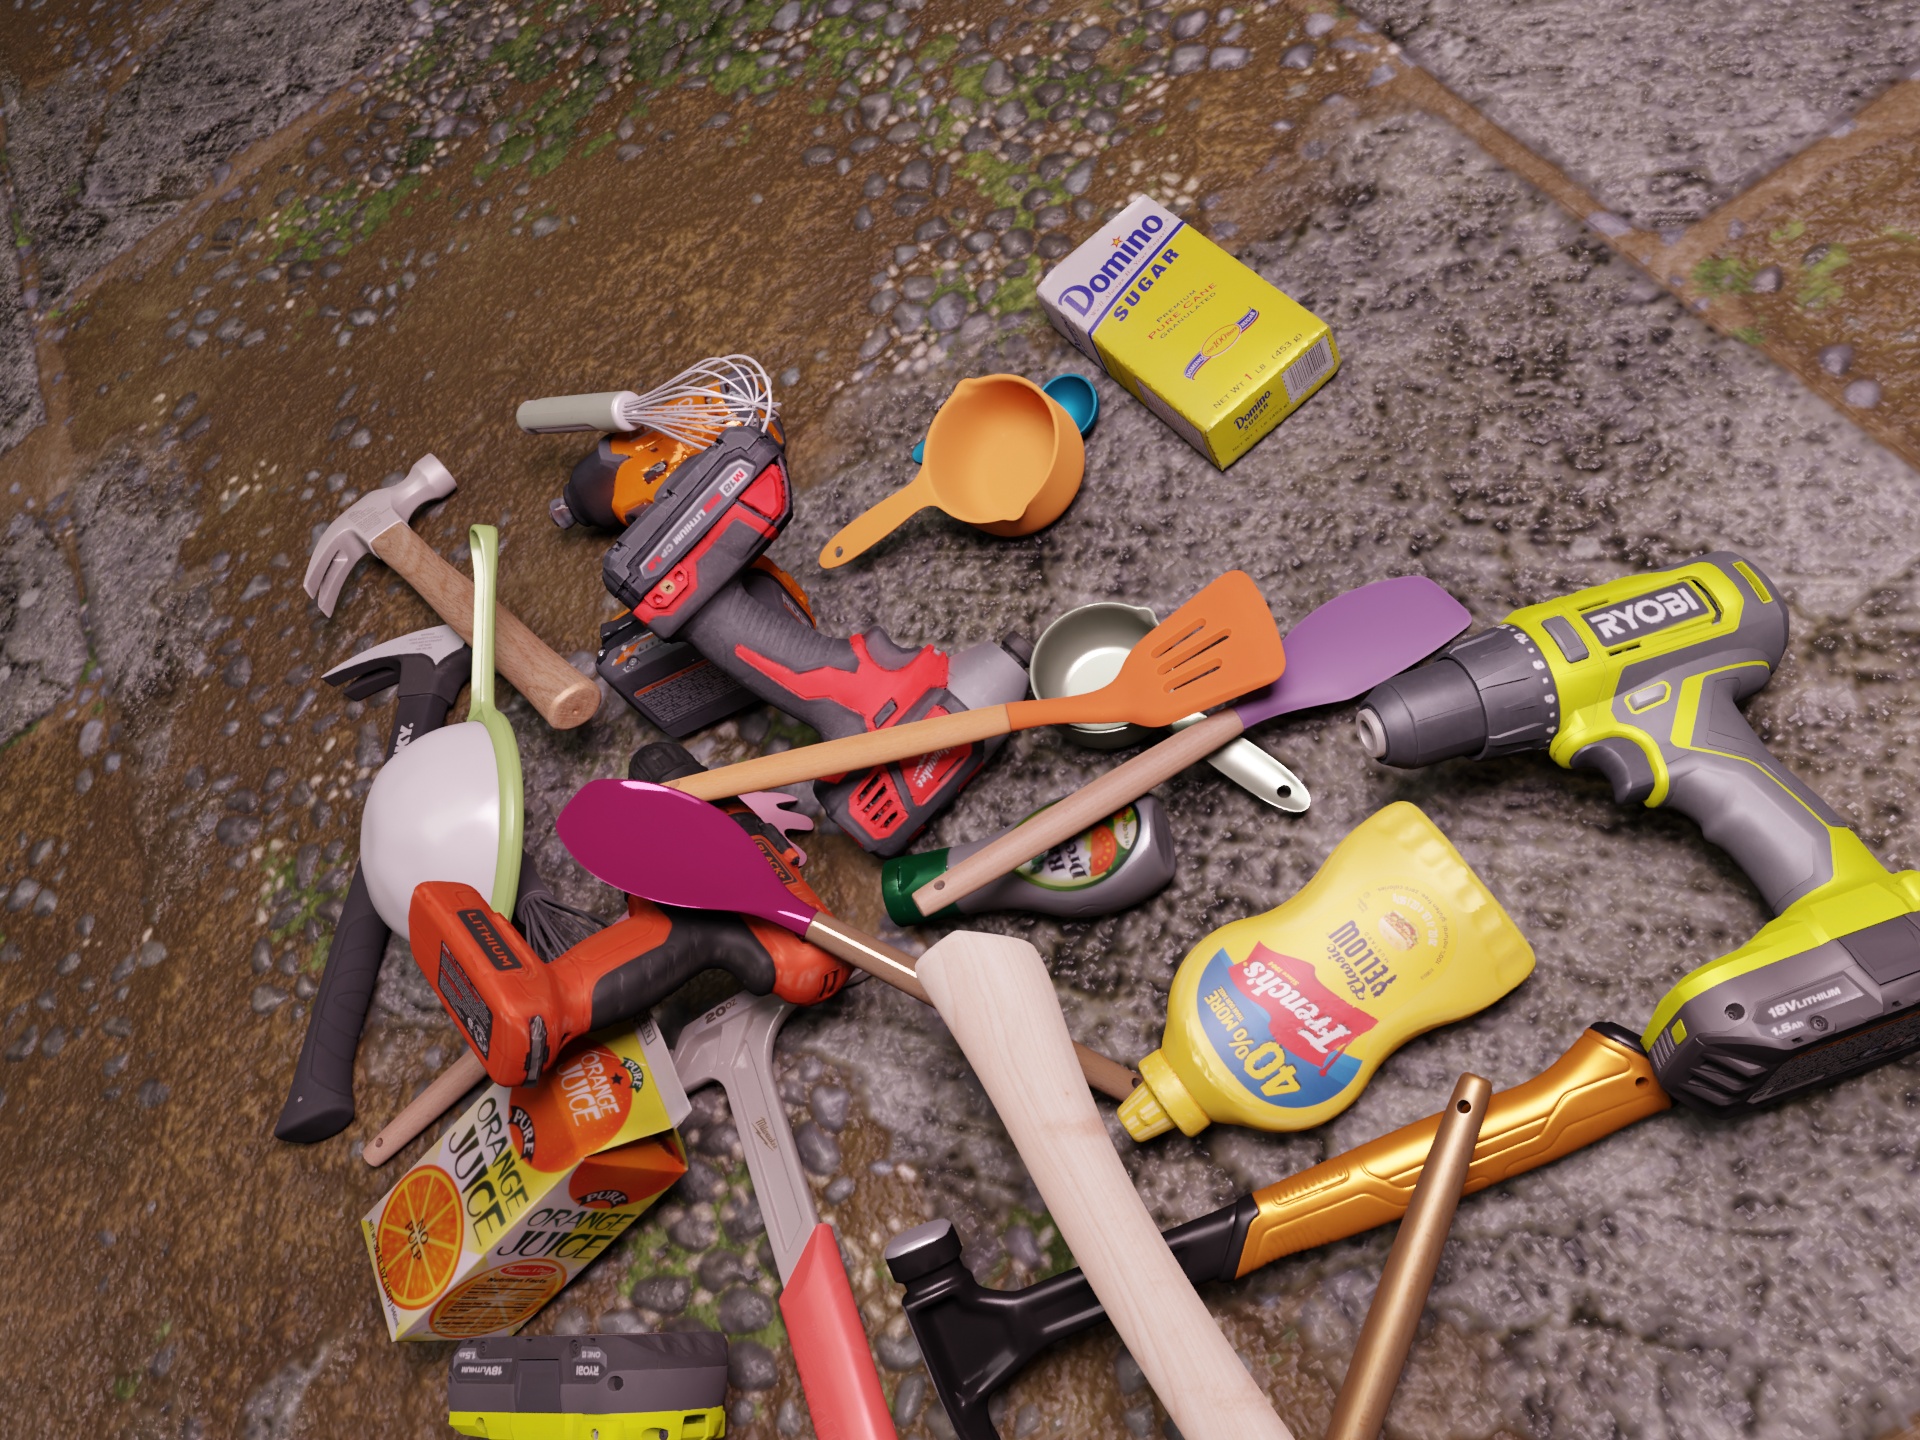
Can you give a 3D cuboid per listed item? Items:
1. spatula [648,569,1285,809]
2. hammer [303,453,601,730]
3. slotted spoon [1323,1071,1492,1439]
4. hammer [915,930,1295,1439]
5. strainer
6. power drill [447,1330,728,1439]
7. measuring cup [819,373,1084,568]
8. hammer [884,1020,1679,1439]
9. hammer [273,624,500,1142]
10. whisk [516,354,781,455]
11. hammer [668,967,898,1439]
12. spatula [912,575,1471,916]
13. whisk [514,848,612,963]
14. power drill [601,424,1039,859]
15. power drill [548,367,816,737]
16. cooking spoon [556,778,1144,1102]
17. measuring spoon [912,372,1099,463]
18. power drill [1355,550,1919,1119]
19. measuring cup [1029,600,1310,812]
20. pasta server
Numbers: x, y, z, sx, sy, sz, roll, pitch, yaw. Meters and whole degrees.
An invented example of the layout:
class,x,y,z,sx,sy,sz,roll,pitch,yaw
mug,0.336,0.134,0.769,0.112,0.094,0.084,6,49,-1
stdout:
class,x,y,z,sx,sy,sz,roll,pitch,yaw
spatula,-0.001,-0.003,0.797,0.322,0.041,0.081,-13,45,1
hammer,-0.326,-0.076,1.029,0.130,0.031,0.332,-41,47,-16
slotted spoon,0.153,0.289,0.624,0.070,0.031,0.314,17,81,30
hammer,0.087,0.263,0.616,0.146,0.038,0.411,-34,66,2
strainer,-0.297,0.014,0.898,0.151,0.069,0.256,-7,81,59
power drill,-0.175,0.392,0.705,0.171,0.080,0.223,-14,66,30
measuring cup,-0.005,-0.131,0.939,0.173,0.052,0.095,-30,68,24
hammer,0.143,0.218,0.673,0.337,0.034,0.127,-24,86,4
hammer,-0.367,0.093,0.992,0.146,0.035,0.335,-5,62,22
whisk,-0.199,-0.190,0.978,0.246,0.057,0.059,7,96,42
hammer,-0.054,0.285,0.743,0.149,0.036,0.359,-30,55,7
spatula,0.113,0.010,0.785,0.316,0.018,0.060,-30,51,-11
whisk,-0.235,0.105,0.891,0.055,0.055,0.239,-50,37,-7
power drill,-0.070,-0.046,0.847,0.219,0.078,0.143,44,88,-5
power drill,-0.179,-0.105,0.987,0.164,0.084,0.227,-24,52,12
cooking spoon,-0.049,0.110,0.763,0.319,0.017,0.069,26,45,6
measuring spoon,0.029,-0.176,0.970,0.128,0.021,0.042,-12,74,29
power drill,0.294,0.041,0.667,0.190,0.080,0.229,-17,56,-7
measuring cup,0.111,0.003,0.825,0.168,0.038,0.083,36,79,23
pasta server,-0.214,0.148,0.899,0.316,0.040,0.060,-42,54,4
